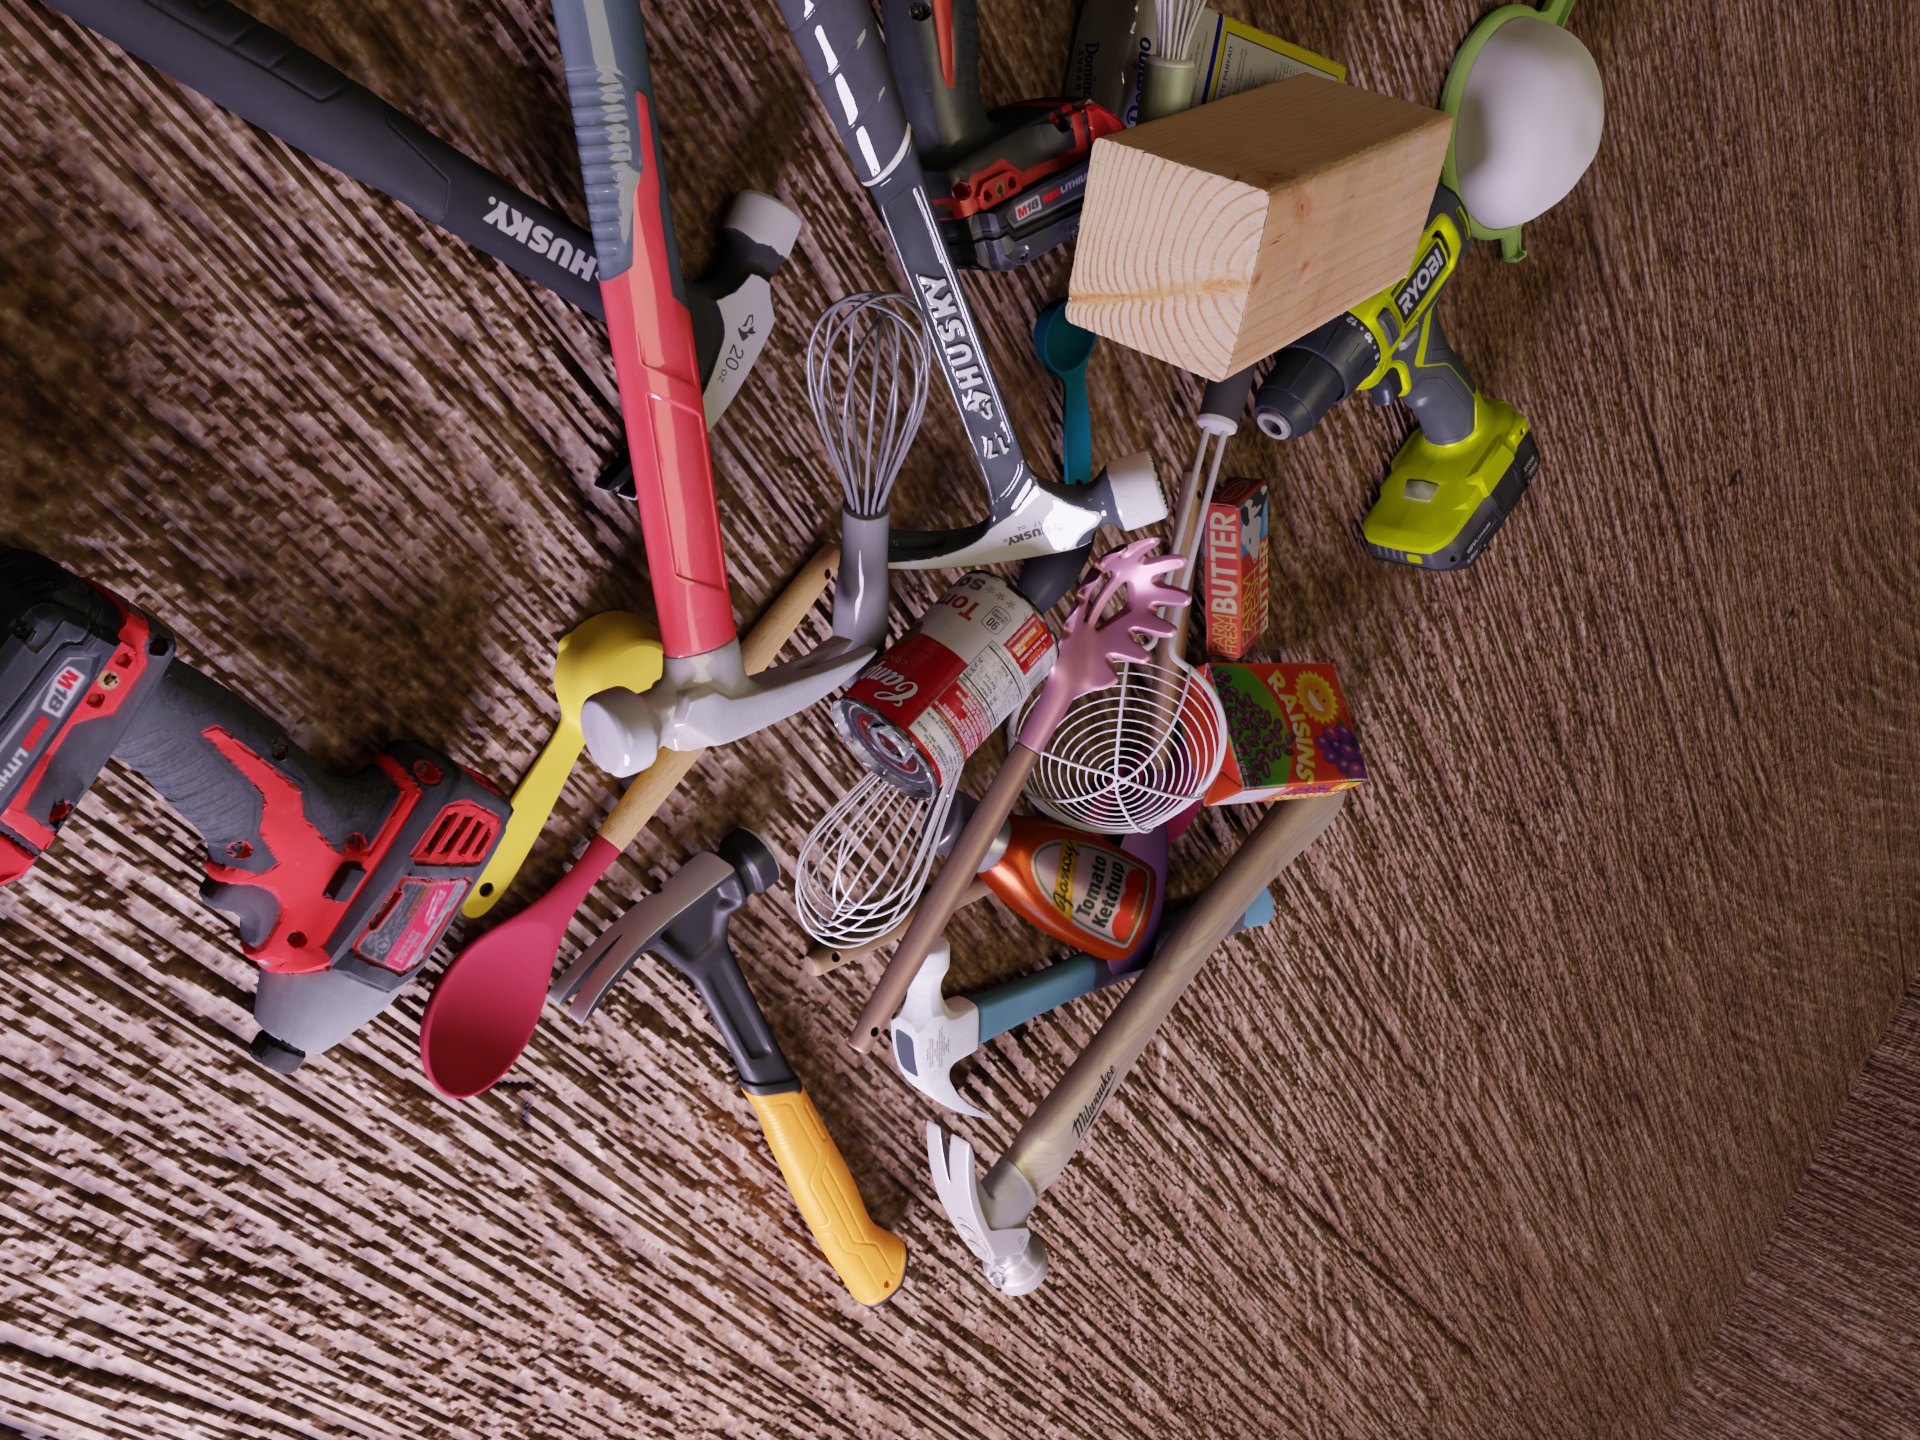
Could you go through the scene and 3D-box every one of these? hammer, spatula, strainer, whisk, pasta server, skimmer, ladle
[{"bbox_3d":[0.127,0.156,0.995,0.411,0.038,0.146,-47,135,-29],"label":"hammer"},{"bbox_3d":[0.123,0.004,0.982,0.059,0.018,0.316,-1,101,-46],"label":"spatula"},{"bbox_3d":[0.407,-0.444,1.059,0.151,0.069,0.256,23,92,-46],"label":"strainer"},{"bbox_3d":[-0.046,-0.097,0.741,0.055,0.055,0.238,-33,149,-30],"label":"whisk"},{"bbox_3d":[-0.101,0.218,0.865,0.127,0.034,0.336,-40,130,-26],"label":"hammer"},{"bbox_3d":[-0.208,-0.203,0.596,0.334,0.035,0.146,24,89,-46],"label":"hammer"},{"bbox_3d":[-0.030,-0.222,0.677,0.149,0.036,0.408,-17,133,10],"label":"hammer"},{"bbox_3d":[-0.002,-0.003,0.858,0.285,0.070,0.070,-58,135,-17],"label":"whisk"},{"bbox_3d":[0.090,0.157,1.022,0.331,0.033,0.128,-15,115,-39],"label":"hammer"},{"bbox_3d":[0.103,-0.326,0.768,0.058,0.059,0.246,-47,149,-53],"label":"whisk"},{"bbox_3d":[0.026,0.040,0.856,0.060,0.040,0.316,33,84,-29],"label":"pasta server"},{"bbox_3d":[0.126,-0.111,0.942,0.127,0.090,0.363,17,81,-8],"label":"skimmer"},{"bbox_3d":[-0.115,-0.175,0.644,0.143,0.038,0.386,-25,120,-37],"label":"hammer"},{"bbox_3d":[-0.150,0.037,0.752,0.315,0.031,0.069,-54,146,-16],"label":"ladle"}]

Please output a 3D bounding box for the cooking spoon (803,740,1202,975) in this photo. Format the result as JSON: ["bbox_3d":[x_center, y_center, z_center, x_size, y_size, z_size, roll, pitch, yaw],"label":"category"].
[{"bbox_3d":[0.037,0.083,0.953,0.319,0.017,0.068,-22,106,-36],"label":"cooking spoon"}]

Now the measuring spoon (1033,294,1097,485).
[{"bbox_3d":[0.057,-0.174,0.876,0.042,0.021,0.128,-34,136,-30],"label":"measuring spoon"}]

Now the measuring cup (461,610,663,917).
[{"bbox_3d":[-0.177,0.023,0.718,0.062,0.029,0.156,37,78,-45],"label":"measuring cup"}]

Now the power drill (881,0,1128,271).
[{"bbox_3d":[0.017,-0.341,0.729,0.188,0.080,0.226,-37,125,-28],"label":"power drill"}]

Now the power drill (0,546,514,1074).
[{"bbox_3d":[-0.285,0.044,0.595,0.219,0.079,0.143,40,78,-47],"label":"power drill"}]

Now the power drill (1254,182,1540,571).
[{"bbox_3d":[0.284,-0.203,1.035,0.190,0.080,0.228,-53,131,-14],"label":"power drill"}]
